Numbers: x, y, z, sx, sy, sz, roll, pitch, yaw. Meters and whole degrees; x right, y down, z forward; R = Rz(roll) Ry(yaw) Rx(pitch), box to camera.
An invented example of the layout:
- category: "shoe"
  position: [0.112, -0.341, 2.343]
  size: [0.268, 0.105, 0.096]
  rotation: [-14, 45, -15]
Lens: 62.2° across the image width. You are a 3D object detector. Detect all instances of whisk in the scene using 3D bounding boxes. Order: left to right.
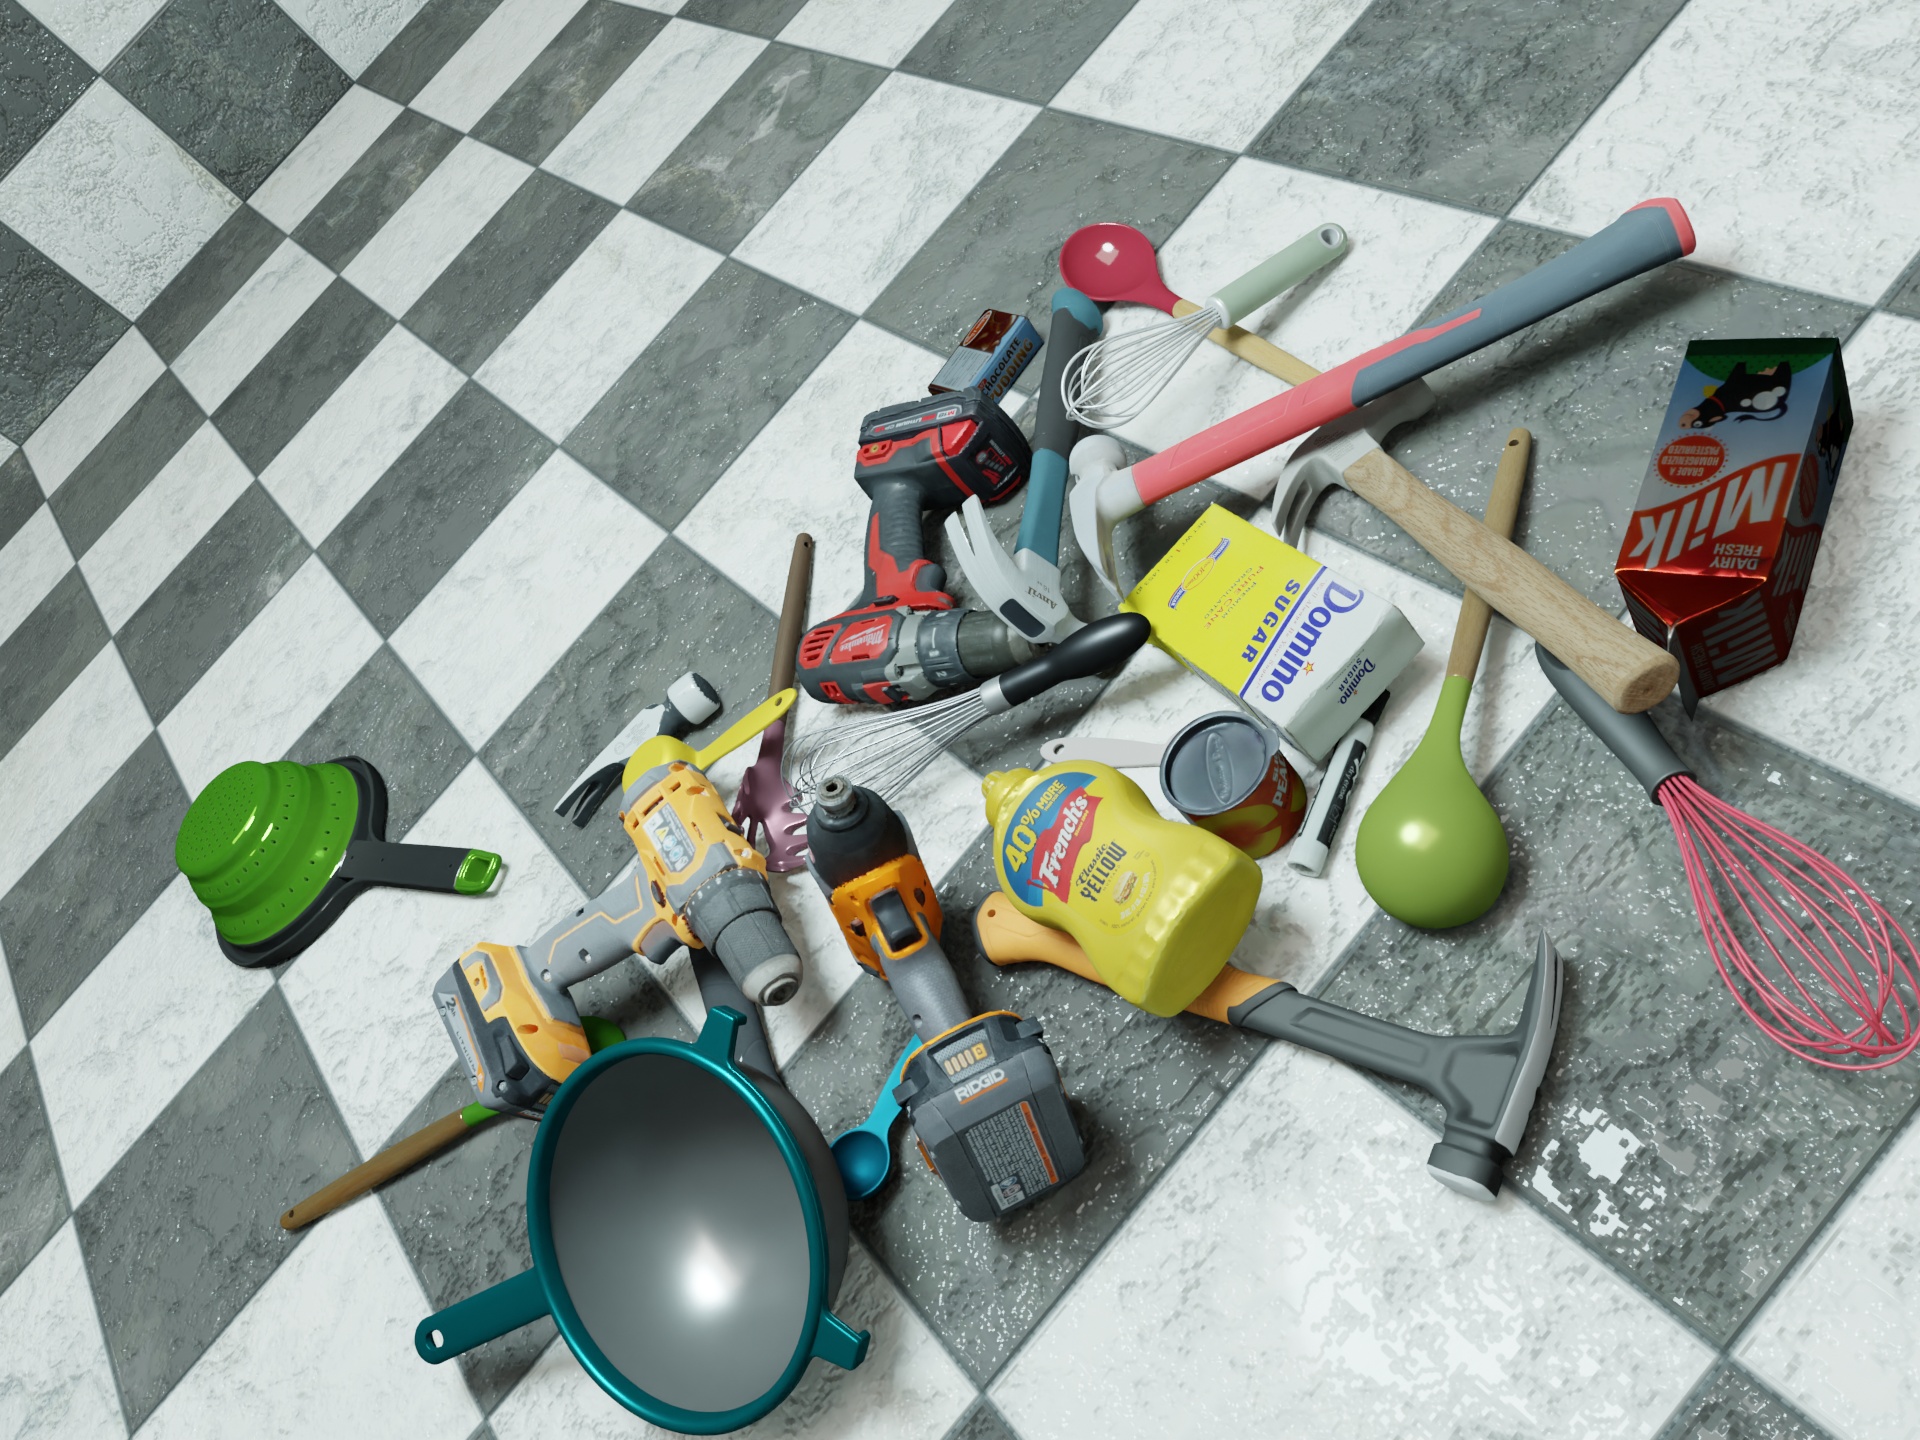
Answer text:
- category: "whisk"
  position: [-0.002, -0.004, 1.014]
  size: [0.284, 0.070, 0.070]
  rotation: [-27, 47, 27]
- category: "whisk"
  position: [0.167, -0.270, 1.073]
  size: [0.246, 0.059, 0.058]
  rotation: [-35, 84, -14]
- category: "whisk"
  position: [0.346, 0.045, 0.748]
  size: [0.073, 0.073, 0.296]
  rotation: [-33, 39, 13]

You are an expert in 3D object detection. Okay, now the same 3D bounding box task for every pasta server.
- category: "pasta server"
  position: [-0.127, -0.022, 1.151]
  size: [0.040, 0.060, 0.317]
  rotation: [-37, 37, 41]

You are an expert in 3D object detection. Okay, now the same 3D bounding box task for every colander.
- category: "colander"
  position: [-0.537, 0.101, 1.322]
  size: [0.397, 0.094, 0.205]
  rotation: [0, 60, 36]

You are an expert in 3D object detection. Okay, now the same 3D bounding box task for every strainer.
- category: "strainer"
  position: [-0.183, 0.304, 0.919]
  size: [0.340, 0.095, 0.211]
  rotation: [-32, 75, 30]

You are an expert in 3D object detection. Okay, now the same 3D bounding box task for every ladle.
- category: "ladle"
  position: [0.172, -0.285, 1.128]
  size: [0.069, 0.031, 0.316]
  rotation: [-42, 46, -2]
- category: "ladle"
  position: [0.281, -0.033, 0.868]
  size: [0.078, 0.062, 0.320]
  rotation: [-2, 52, 37]

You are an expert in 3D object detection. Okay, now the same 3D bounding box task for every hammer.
- category: "hammer"
  position: [-0.182, 0.136, 1.081]
  size: [0.149, 0.036, 0.409]
  rotation: [-39, 45, 9]
- category: "hammer"
  position: [0.065, -0.185, 1.093]
  size: [0.033, 0.128, 0.331]
  rotation: [-38, 31, 42]
- category: "hammer"
  position: [0.142, 0.137, 0.844]
  size: [0.337, 0.034, 0.127]
  rotation: [12, 68, 41]
- category: "hammer"
  position: [0.243, -0.195, 0.948]
  size: [0.386, 0.038, 0.143]
  rotation: [-24, 38, 19]
- category: "hammer"
  position: [0.272, -0.095, 0.869]
  size: [0.130, 0.031, 0.332]
  rotation: [-37, 33, 7]

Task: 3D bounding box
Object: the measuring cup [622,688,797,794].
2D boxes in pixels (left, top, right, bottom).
- category: "measuring cup"
  position: [-0.177, 0.014, 1.103]
  size: [0.156, 0.029, 0.062]
  rotation: [-33, 44, 26]

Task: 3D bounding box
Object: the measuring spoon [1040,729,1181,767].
- category: "measuring spoon"
  position: [0.098, 0.017, 0.972]
  size: [0.124, 0.018, 0.034]
  rotation: [1, 61, 37]

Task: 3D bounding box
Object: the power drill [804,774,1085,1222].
- category: "power drill"
  position: [-0.021, 0.139, 0.868]
  size: [0.084, 0.164, 0.227]
  rotation: [-26, 48, -6]

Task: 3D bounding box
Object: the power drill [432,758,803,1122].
- category: "power drill"
  position: [-0.211, 0.159, 1.010]
  size: [0.226, 0.084, 0.186]
  rotation: [-43, 55, 5]

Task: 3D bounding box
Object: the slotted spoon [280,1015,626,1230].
- category: "slotted spoon"
  position: [-0.362, 0.290, 1.110]
  size: [0.314, 0.031, 0.070]
  rotation: [-31, 51, 17]

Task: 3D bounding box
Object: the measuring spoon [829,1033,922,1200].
- category: "measuring spoon"
  position: [-0.035, 0.224, 0.929]
  size: [0.042, 0.021, 0.129]
  rotation: [17, 61, 33]

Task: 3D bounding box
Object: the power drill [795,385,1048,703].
- category: "power drill"
  position: [-0.011, -0.117, 1.110]
  size: [0.188, 0.080, 0.227]
  rotation: [-6, 60, 33]
